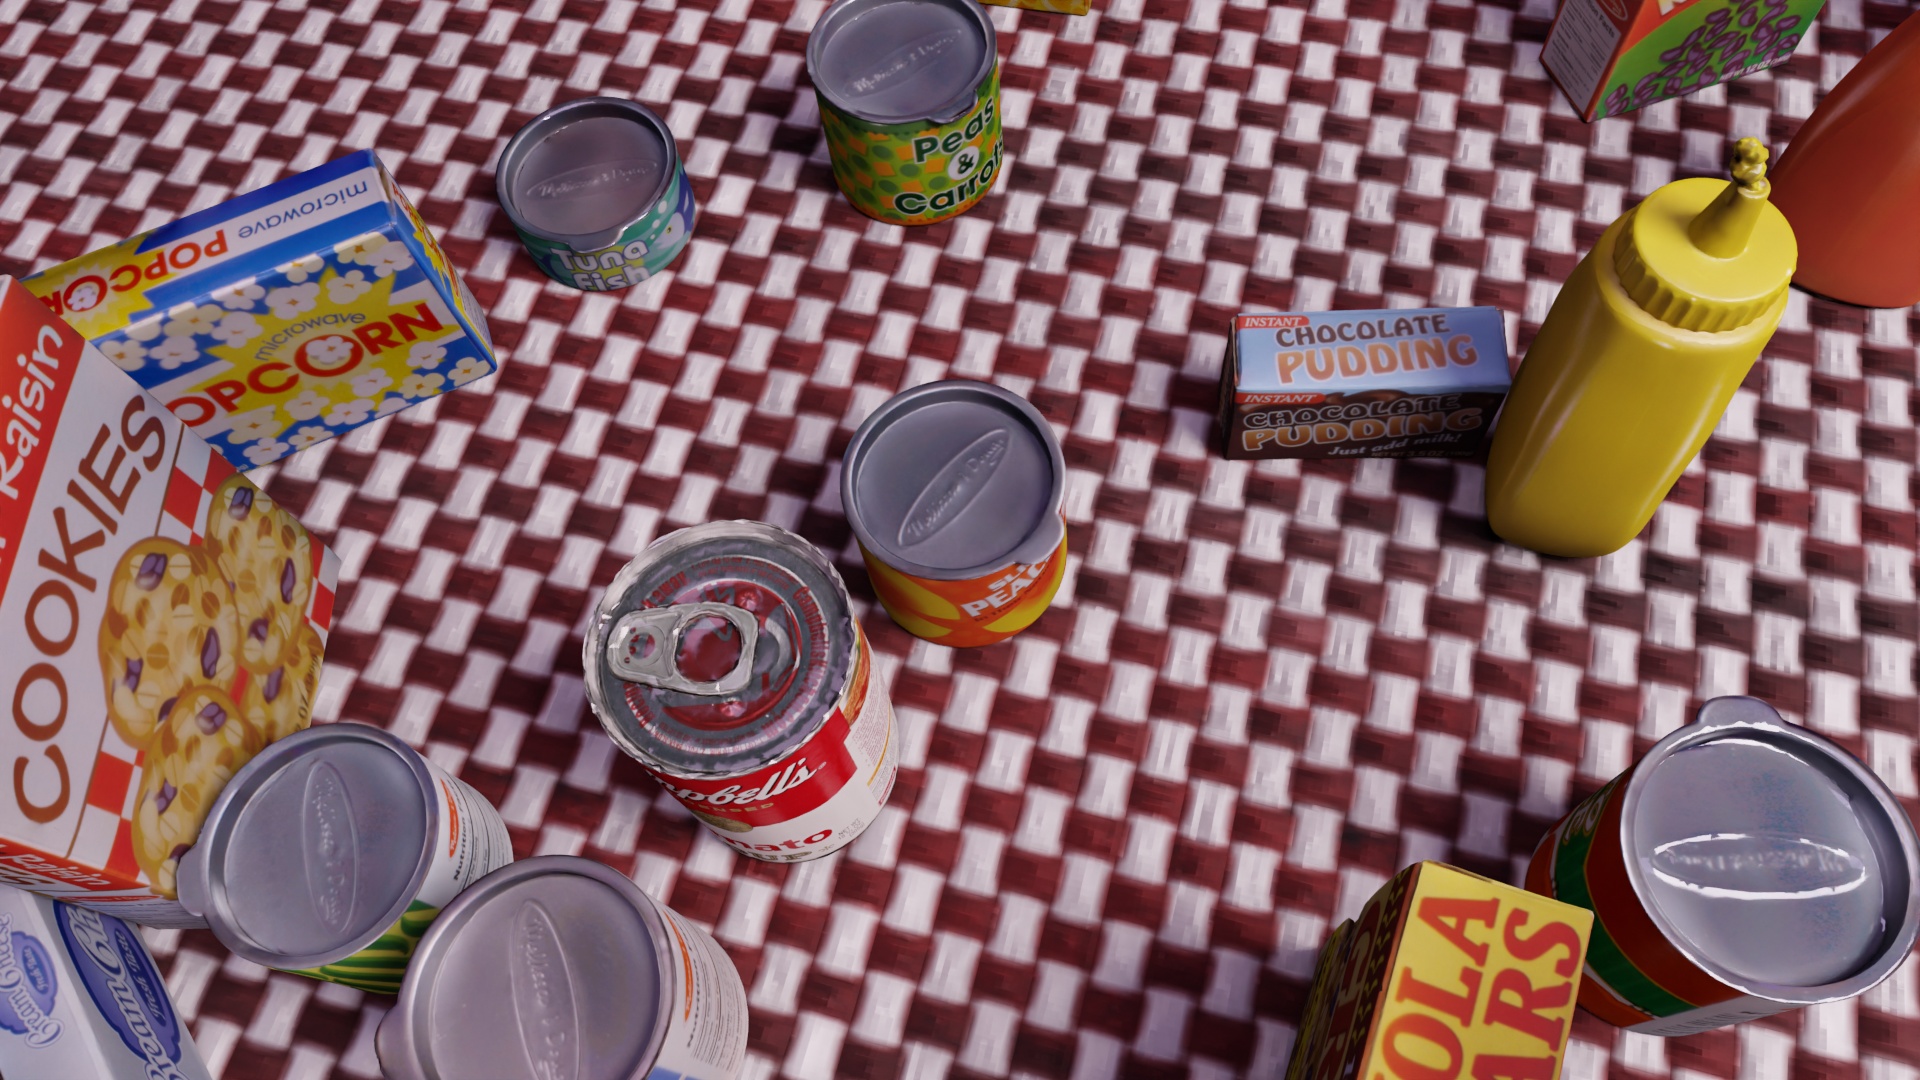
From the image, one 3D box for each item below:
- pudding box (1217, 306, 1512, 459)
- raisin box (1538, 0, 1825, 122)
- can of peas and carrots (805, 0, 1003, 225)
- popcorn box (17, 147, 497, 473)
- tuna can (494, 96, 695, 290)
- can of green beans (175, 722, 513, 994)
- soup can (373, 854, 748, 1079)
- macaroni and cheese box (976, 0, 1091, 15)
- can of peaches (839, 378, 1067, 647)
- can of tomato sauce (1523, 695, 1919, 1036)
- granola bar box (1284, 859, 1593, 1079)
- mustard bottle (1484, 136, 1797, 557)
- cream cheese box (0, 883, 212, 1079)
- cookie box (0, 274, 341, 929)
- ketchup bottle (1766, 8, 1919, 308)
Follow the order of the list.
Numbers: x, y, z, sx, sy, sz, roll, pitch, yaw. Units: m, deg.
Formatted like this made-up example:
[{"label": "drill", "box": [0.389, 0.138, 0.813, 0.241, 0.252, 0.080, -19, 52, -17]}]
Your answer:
[{"label": "pudding box", "box": [0.127, -0.050, 0.444, 0.084, 0.049, 0.030, 0, 65, 4]}, {"label": "raisin box", "box": [0.260, -0.208, 0.467, 0.086, 0.123, 0.040, -17, 65, -3]}, {"label": "can of peas and carrots", "box": [-0.017, -0.155, 0.500, 0.071, 0.058, 0.071, -2, 65, 4]}, {"label": "popcorn box", "box": [-0.232, -0.068, 0.461, 0.127, 0.085, 0.038, -24, 65, -7]}, {"label": "tuna can", "box": [-0.132, -0.125, 0.509, 0.071, 0.032, 0.071, -2, 65, 4]}, {"label": "can of green beans", "box": [-0.169, 0.092, 0.395, 0.071, 0.057, 0.071, -2, 65, 4]}, {"label": "soup can", "box": [-0.098, 0.124, 0.360, 0.071, 0.083, 0.071, -2, 65, 4]}, {"label": "macaroni and cheese box", "box": [-0.010, -0.269, 0.494, 0.124, 0.165, 0.040, 10, 66, 9]}, {"label": "can of peaches", "box": [0.002, -0.005, 0.428, 0.071, 0.058, 0.071, -2, 65, 4]}, {"label": "can of tomato sauce", "box": [0.188, 0.087, 0.355, 0.071, 0.082, 0.071, -2, 65, 4]}, {"label": "granola bar box", "box": [0.084, 0.164, 0.304, 0.039, 0.123, 0.166, 18, 68, 13]}, {"label": "mustard bottle", "box": [0.185, -0.051, 0.378, 0.049, 0.159, 0.065, 14, 67, 11]}, {"label": "cream cheese box", "box": [-0.246, 0.128, 0.387, 0.024, 0.053, 0.104, -36, 67, -12]}, {"label": "cookie box", "box": [-0.234, 0.027, 0.371, 0.040, 0.166, 0.123, -2, 65, 4]}, {"label": "ketchup bottle", "box": [0.296, -0.130, 0.414, 0.065, 0.148, 0.044, 26, 70, 16]}]
